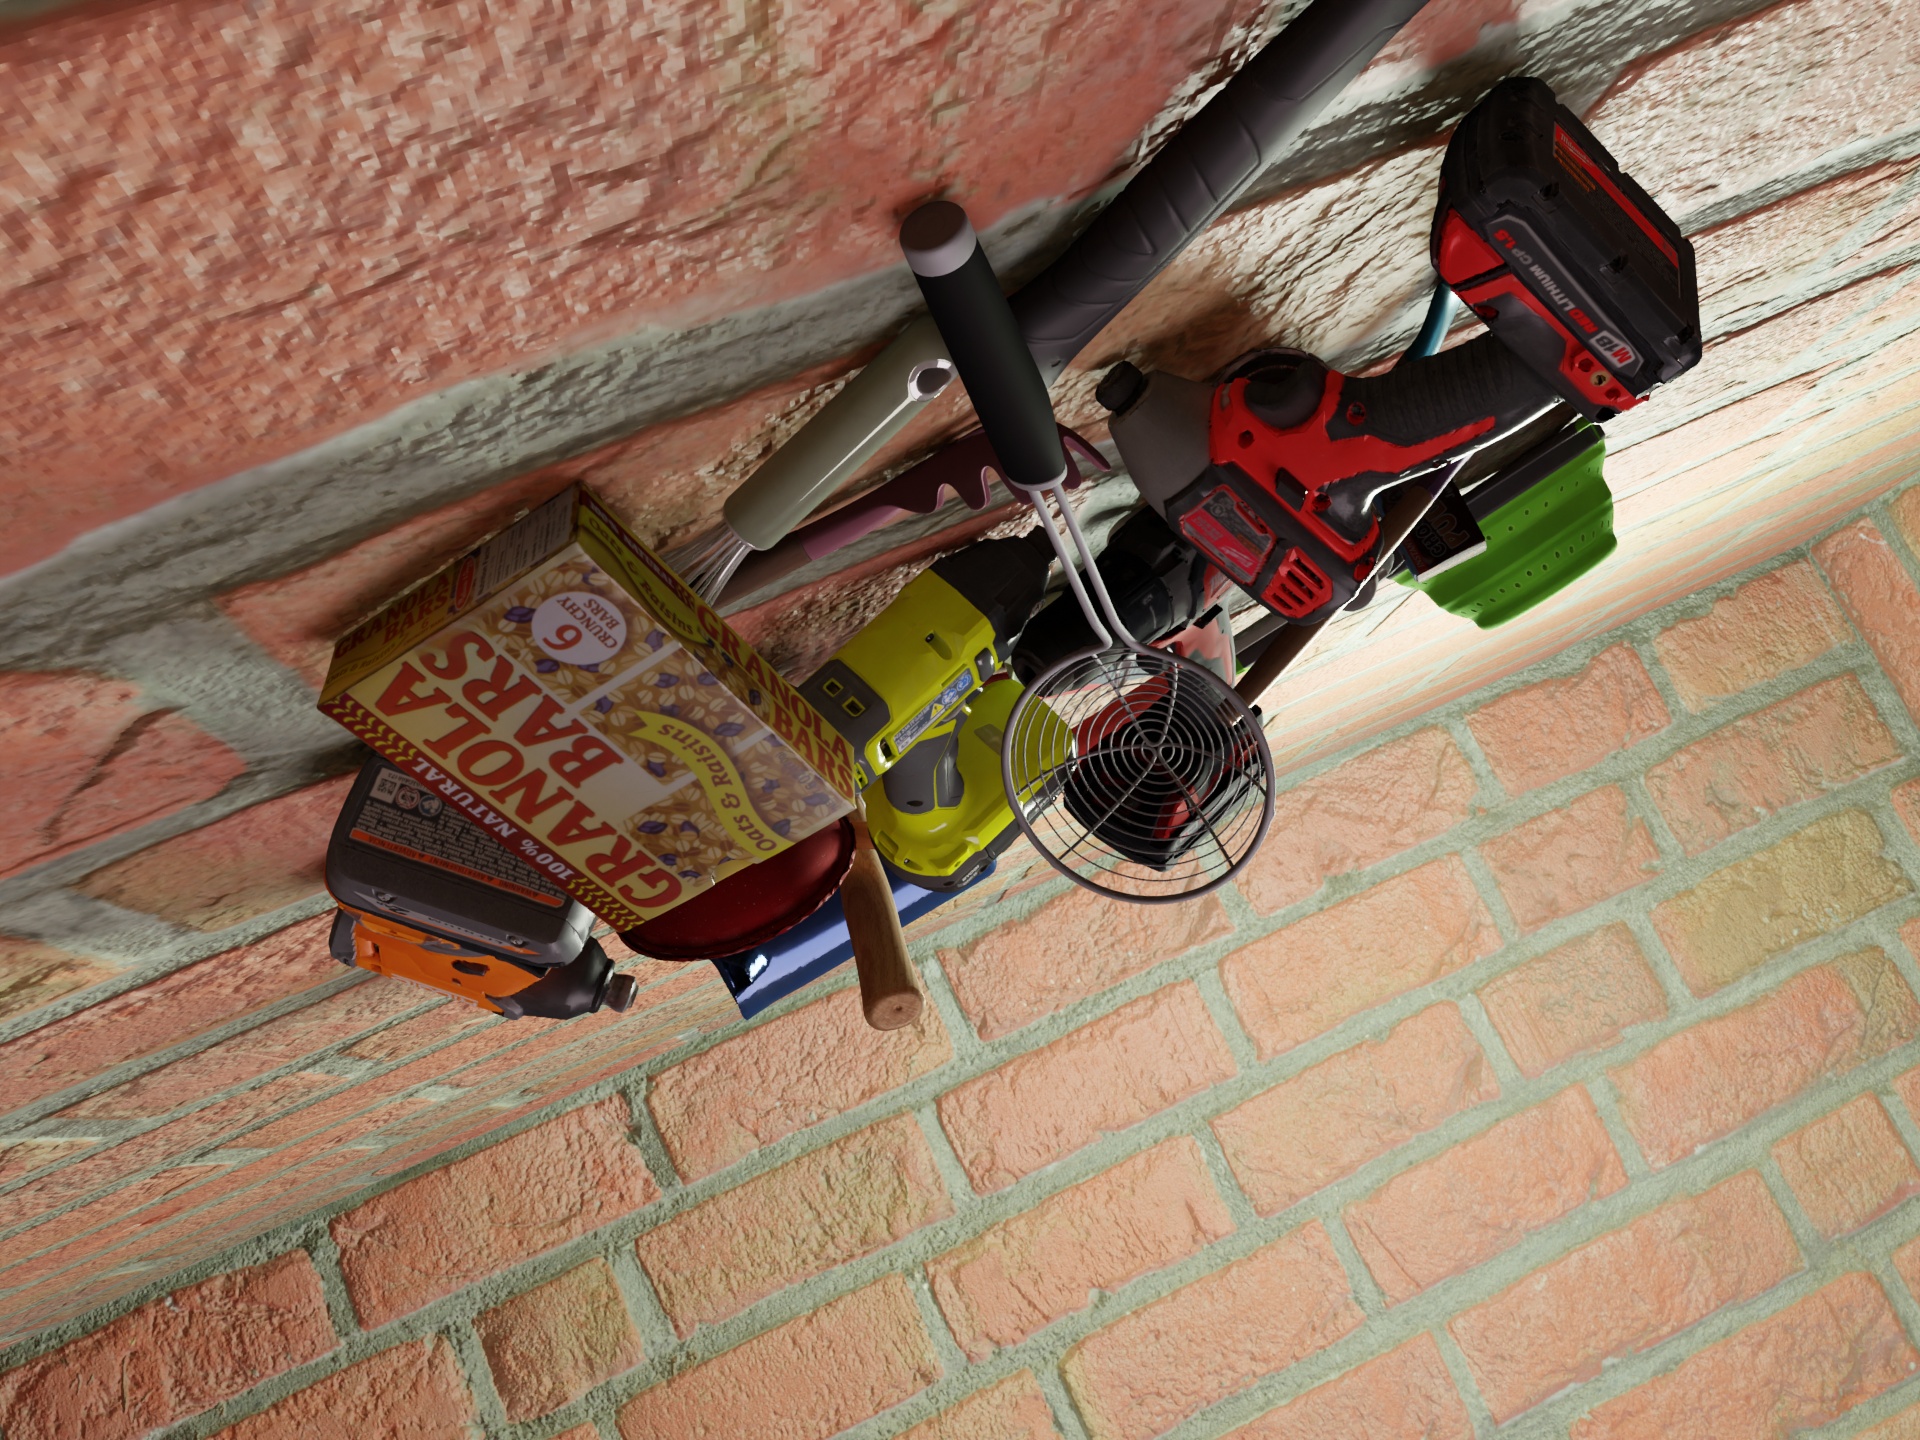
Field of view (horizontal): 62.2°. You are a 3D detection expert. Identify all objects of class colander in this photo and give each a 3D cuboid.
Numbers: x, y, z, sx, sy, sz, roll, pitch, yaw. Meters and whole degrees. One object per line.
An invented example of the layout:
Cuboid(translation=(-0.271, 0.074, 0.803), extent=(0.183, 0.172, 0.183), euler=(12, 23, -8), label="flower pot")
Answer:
Cuboid(translation=(0.352, -0.094, 1.197), extent=(0.204, 0.094, 0.397), euler=(-30, 174, -45), label="colander")

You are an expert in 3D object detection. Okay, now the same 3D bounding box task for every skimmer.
Cuboid(translation=(0.041, -0.037, 0.613), extent=(0.127, 0.090, 0.362), euler=(2, 153, 21), label="skimmer")

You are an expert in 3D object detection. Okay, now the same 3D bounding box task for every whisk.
Cuboid(translation=(-0.086, -0.071, 0.606), extent=(0.246, 0.059, 0.057), euler=(-37, 147, 29), label="whisk")

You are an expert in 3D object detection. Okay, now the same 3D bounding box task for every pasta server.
Cuboid(translation=(-0.087, -0.056, 0.682), extent=(0.316, 0.040, 0.060), euler=(-25, -173, 7), label="pasta server")

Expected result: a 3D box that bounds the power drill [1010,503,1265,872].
Cuboid(translation=(0.104, -0.018, 0.881), extent=(0.188, 0.080, 0.226), euler=(-38, 145, -28), label="power drill")

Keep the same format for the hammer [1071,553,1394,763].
Cuboid(translation=(0.135, -0.020, 1.094), extent=(0.359, 0.036, 0.149), euler=(-34, -175, 24), label="hammer")

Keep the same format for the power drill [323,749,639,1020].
Cuboid(translation=(-0.231, 0.096, 0.796), extent=(0.164, 0.084, 0.226), euler=(21, 154, -10), label="power drill")

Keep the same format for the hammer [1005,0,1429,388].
Cuboid(translation=(0.114, -0.200, 0.464), extent=(0.146, 0.035, 0.334), euler=(-14, 164, -41), label="hammer")

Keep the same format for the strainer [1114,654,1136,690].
Cuboid(translation=(0.157, -0.104, 0.981), extent=(0.087, 0.050, 0.258), euler=(-41, 177, -46), label="strainer")

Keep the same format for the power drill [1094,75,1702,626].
Cuboid(translation=(0.163, -0.137, 0.633), extent=(0.219, 0.143, 0.079), euler=(-36, -157, 43), label="power drill")

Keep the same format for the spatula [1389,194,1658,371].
Cuboid(translation=(0.228, -0.160, 0.813), extent=(0.082, 0.044, 0.317), euler=(-29, 164, -23), label="spatula")

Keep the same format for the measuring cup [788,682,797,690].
Cuboid(translation=(-0.100, 0.013, 0.894), extent=(0.095, 0.052, 0.173), euler=(-68, 166, 13), label="measuring cup")

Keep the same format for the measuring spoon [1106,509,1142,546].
Cuboid(translation=(0.083, -0.069, 0.923), extent=(0.034, 0.018, 0.124), euler=(3, 133, -33), label="measuring spoon")

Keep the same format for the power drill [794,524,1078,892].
Cuboid(translation=(-0.001, -0.003, 0.879), extent=(0.171, 0.080, 0.223), euler=(-43, 156, -12), label="power drill")

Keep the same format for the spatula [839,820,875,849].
Cuboid(translation=(-0.111, 0.083, 1.051), extent=(0.323, 0.041, 0.081), euler=(-1, -170, 29), label="spatula")

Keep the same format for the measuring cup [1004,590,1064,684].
Cuboid(translation=(0.028, -0.055, 0.961), extent=(0.167, 0.038, 0.083), euler=(6, 145, -42), label="measuring cup")

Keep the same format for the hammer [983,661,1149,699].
Cuboid(translation=(0.058, -0.023, 1.141), extent=(0.386, 0.038, 0.143), euler=(-12, 164, -48), label="hammer")

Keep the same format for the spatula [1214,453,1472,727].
Cuboid(translation=(0.248, -0.111, 0.908), extent=(0.316, 0.018, 0.059), euler=(-47, 173, -15), label="spatula")

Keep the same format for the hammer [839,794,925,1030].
Cuboid(translation=(-0.062, 0.104, 1.041), extent=(0.130, 0.031, 0.331), euler=(-23, -157, -2), label="hammer")
